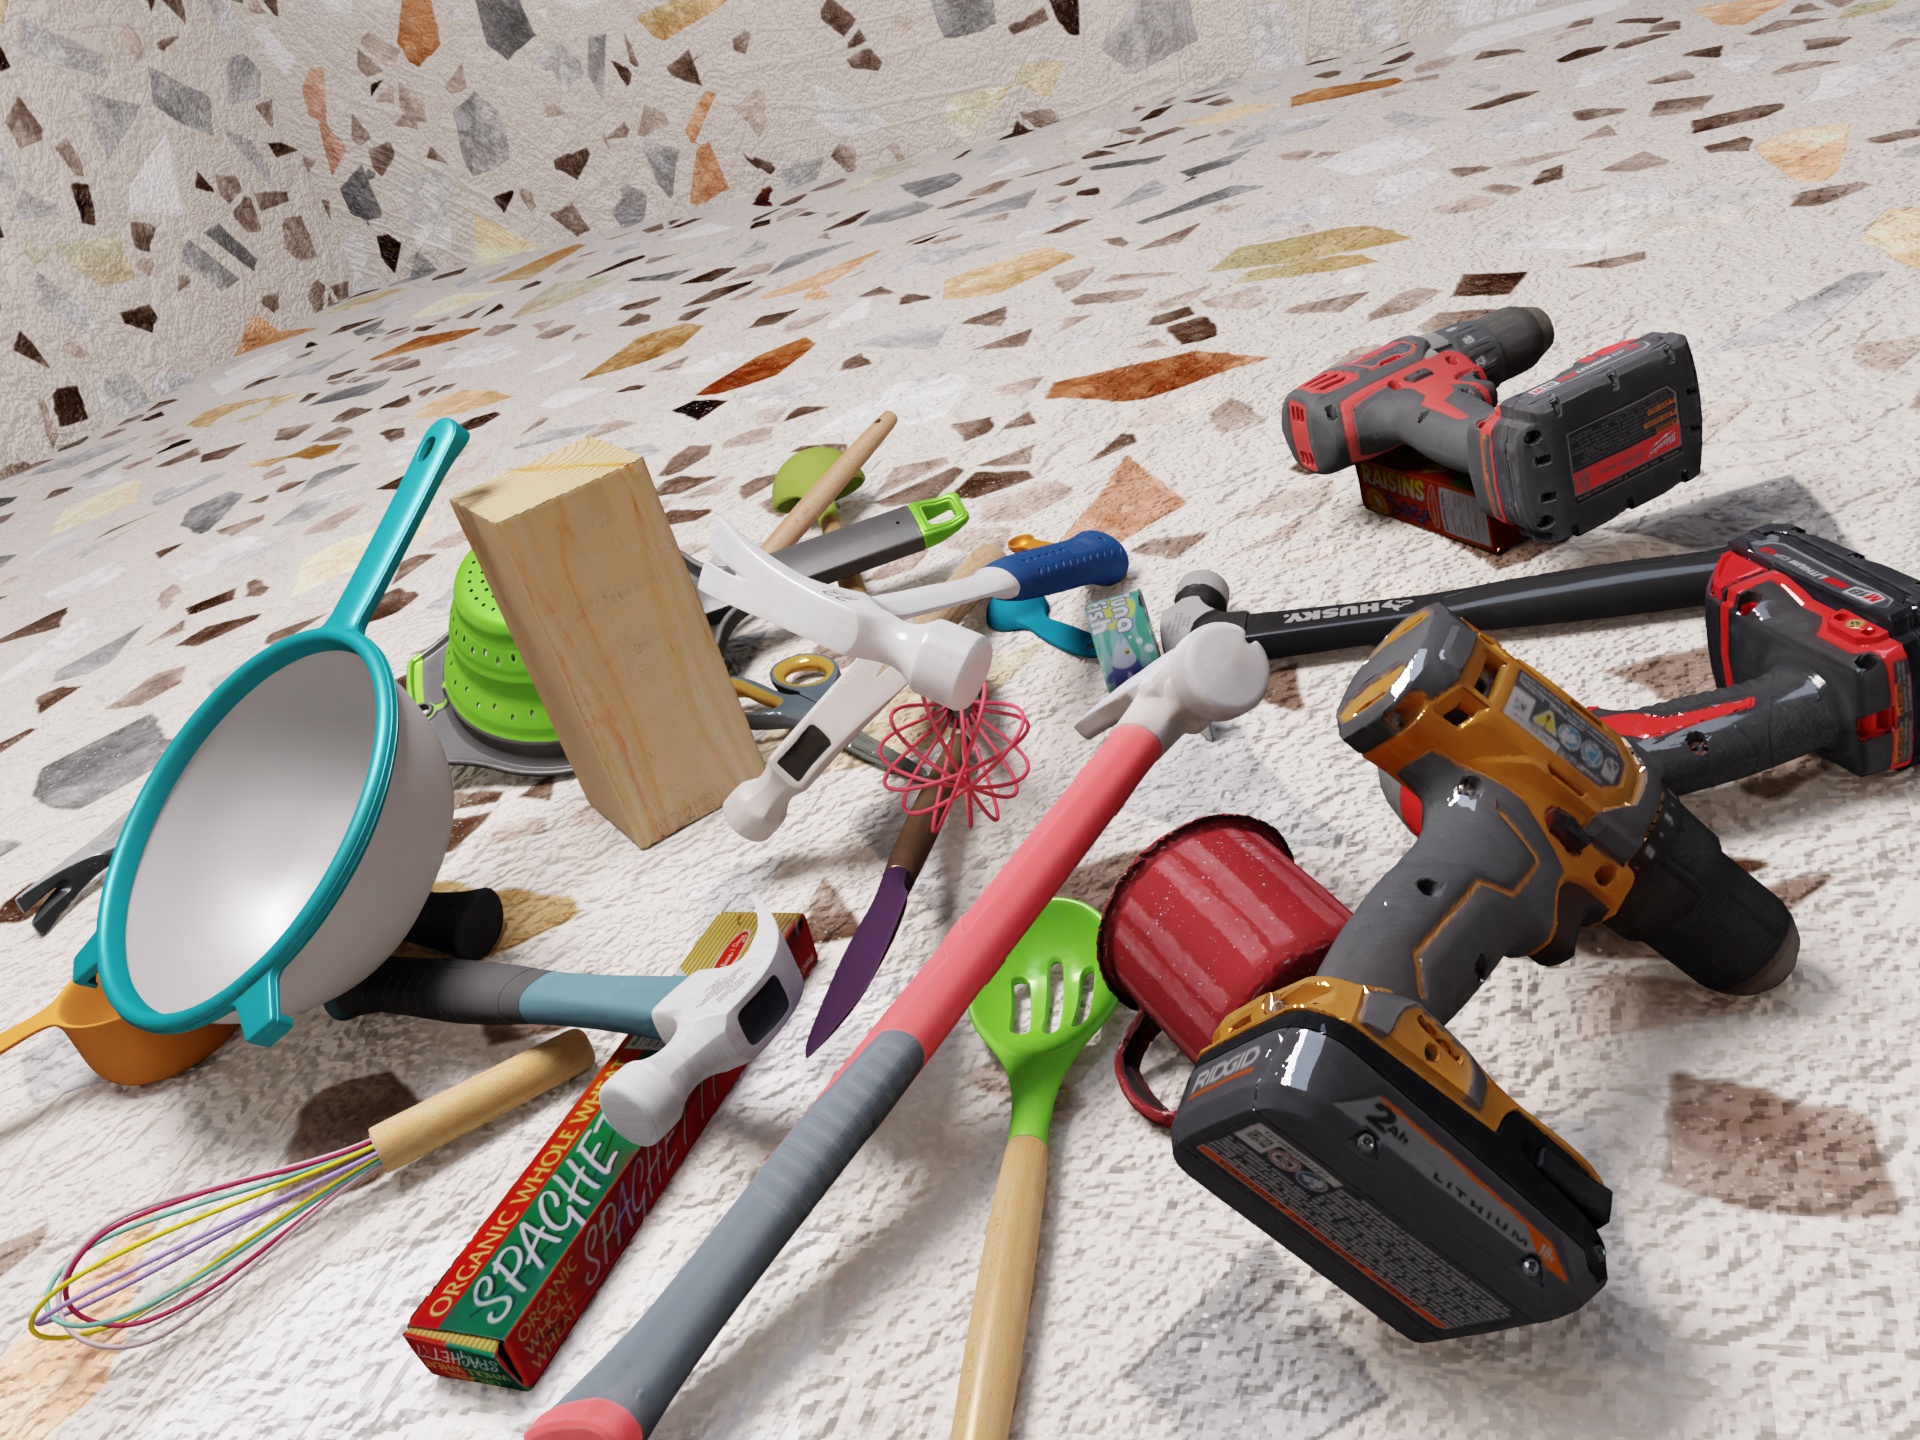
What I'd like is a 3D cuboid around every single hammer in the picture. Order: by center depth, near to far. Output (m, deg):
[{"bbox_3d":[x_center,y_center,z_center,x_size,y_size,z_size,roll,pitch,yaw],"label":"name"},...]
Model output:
[{"bbox_3d":[-0.021,0.119,0.614,0.386,0.038,0.143,-49,3,-23],"label":"hammer"},{"bbox_3d":[-0.199,0.127,0.727,0.331,0.033,0.128,-5,24,42],"label":"hammer"},{"bbox_3d":[0.269,-0.056,0.841,0.335,0.035,0.146,-7,29,19],"label":"hammer"},{"bbox_3d":[0.011,-0.076,0.849,0.144,0.035,0.405,24,17,16],"label":"hammer"},{"bbox_3d":[-0.028,-0.045,0.929,0.130,0.031,0.331,-46,3,28],"label":"hammer"},{"bbox_3d":[-0.419,0.098,0.961,0.409,0.036,0.149,5,37,36],"label":"hammer"}]

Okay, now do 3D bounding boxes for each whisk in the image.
[{"bbox_3d":[-0.275,0.199,0.693,0.245,0.047,0.051,-25,27,-23],"label":"whisk"},{"bbox_3d":[-0.001,-0.003,0.823,0.073,0.073,0.296,-16,11,4],"label":"whisk"}]

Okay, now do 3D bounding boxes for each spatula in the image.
[{"bbox_3d":[-0.026,0.066,0.748,0.059,0.018,0.316,-51,5,21],"label":"spatula"},{"bbox_3d":[-0.145,-0.121,1.138,0.082,0.044,0.317,19,61,39],"label":"spatula"}]

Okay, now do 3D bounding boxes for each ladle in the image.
[{"bbox_3d":[-0.089,-0.124,1.177,0.078,0.062,0.320,-20,35,-2],"label":"ladle"}]

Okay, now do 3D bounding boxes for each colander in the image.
[{"bbox_3d":[-0.187,-0.099,1.048,0.397,0.094,0.205,-21,50,-7],"label":"colander"}]

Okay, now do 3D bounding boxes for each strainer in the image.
[{"bbox_3d":[-0.305,0.009,0.818,0.211,0.095,0.340,3,65,39],"label":"strainer"}]

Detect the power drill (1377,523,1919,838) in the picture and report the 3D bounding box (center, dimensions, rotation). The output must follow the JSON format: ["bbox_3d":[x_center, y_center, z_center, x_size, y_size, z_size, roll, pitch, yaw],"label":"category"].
[{"bbox_3d":[0.292,0.000,0.686,0.219,0.078,0.143,-23,28,-3],"label":"power drill"}]

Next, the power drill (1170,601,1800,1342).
[{"bbox_3d":[0.186,0.088,0.528,0.226,0.185,0.084,-56,5,-36],"label":"power drill"}]

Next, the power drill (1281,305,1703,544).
[{"bbox_3d":[0.319,-0.187,0.923,0.188,0.080,0.227,-26,26,-14],"label":"power drill"}]

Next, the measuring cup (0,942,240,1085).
[{"bbox_3d":[-0.461,0.172,0.835,0.173,0.052,0.095,-30,30,-18],"label":"measuring cup"}]

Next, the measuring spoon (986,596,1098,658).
[{"bbox_3d":[0.055,-0.064,0.990,0.042,0.021,0.129,-28,28,-18],"label":"measuring spoon"}]

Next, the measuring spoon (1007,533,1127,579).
[{"bbox_3d":[0.072,-0.108,1.078,0.021,0.011,0.117,-33,35,-25],"label":"measuring spoon"}]

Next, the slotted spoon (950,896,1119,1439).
[{"bbox_3d":[0.019,0.175,0.576,0.070,0.031,0.314,-10,30,17],"label":"slotted spoon"}]
